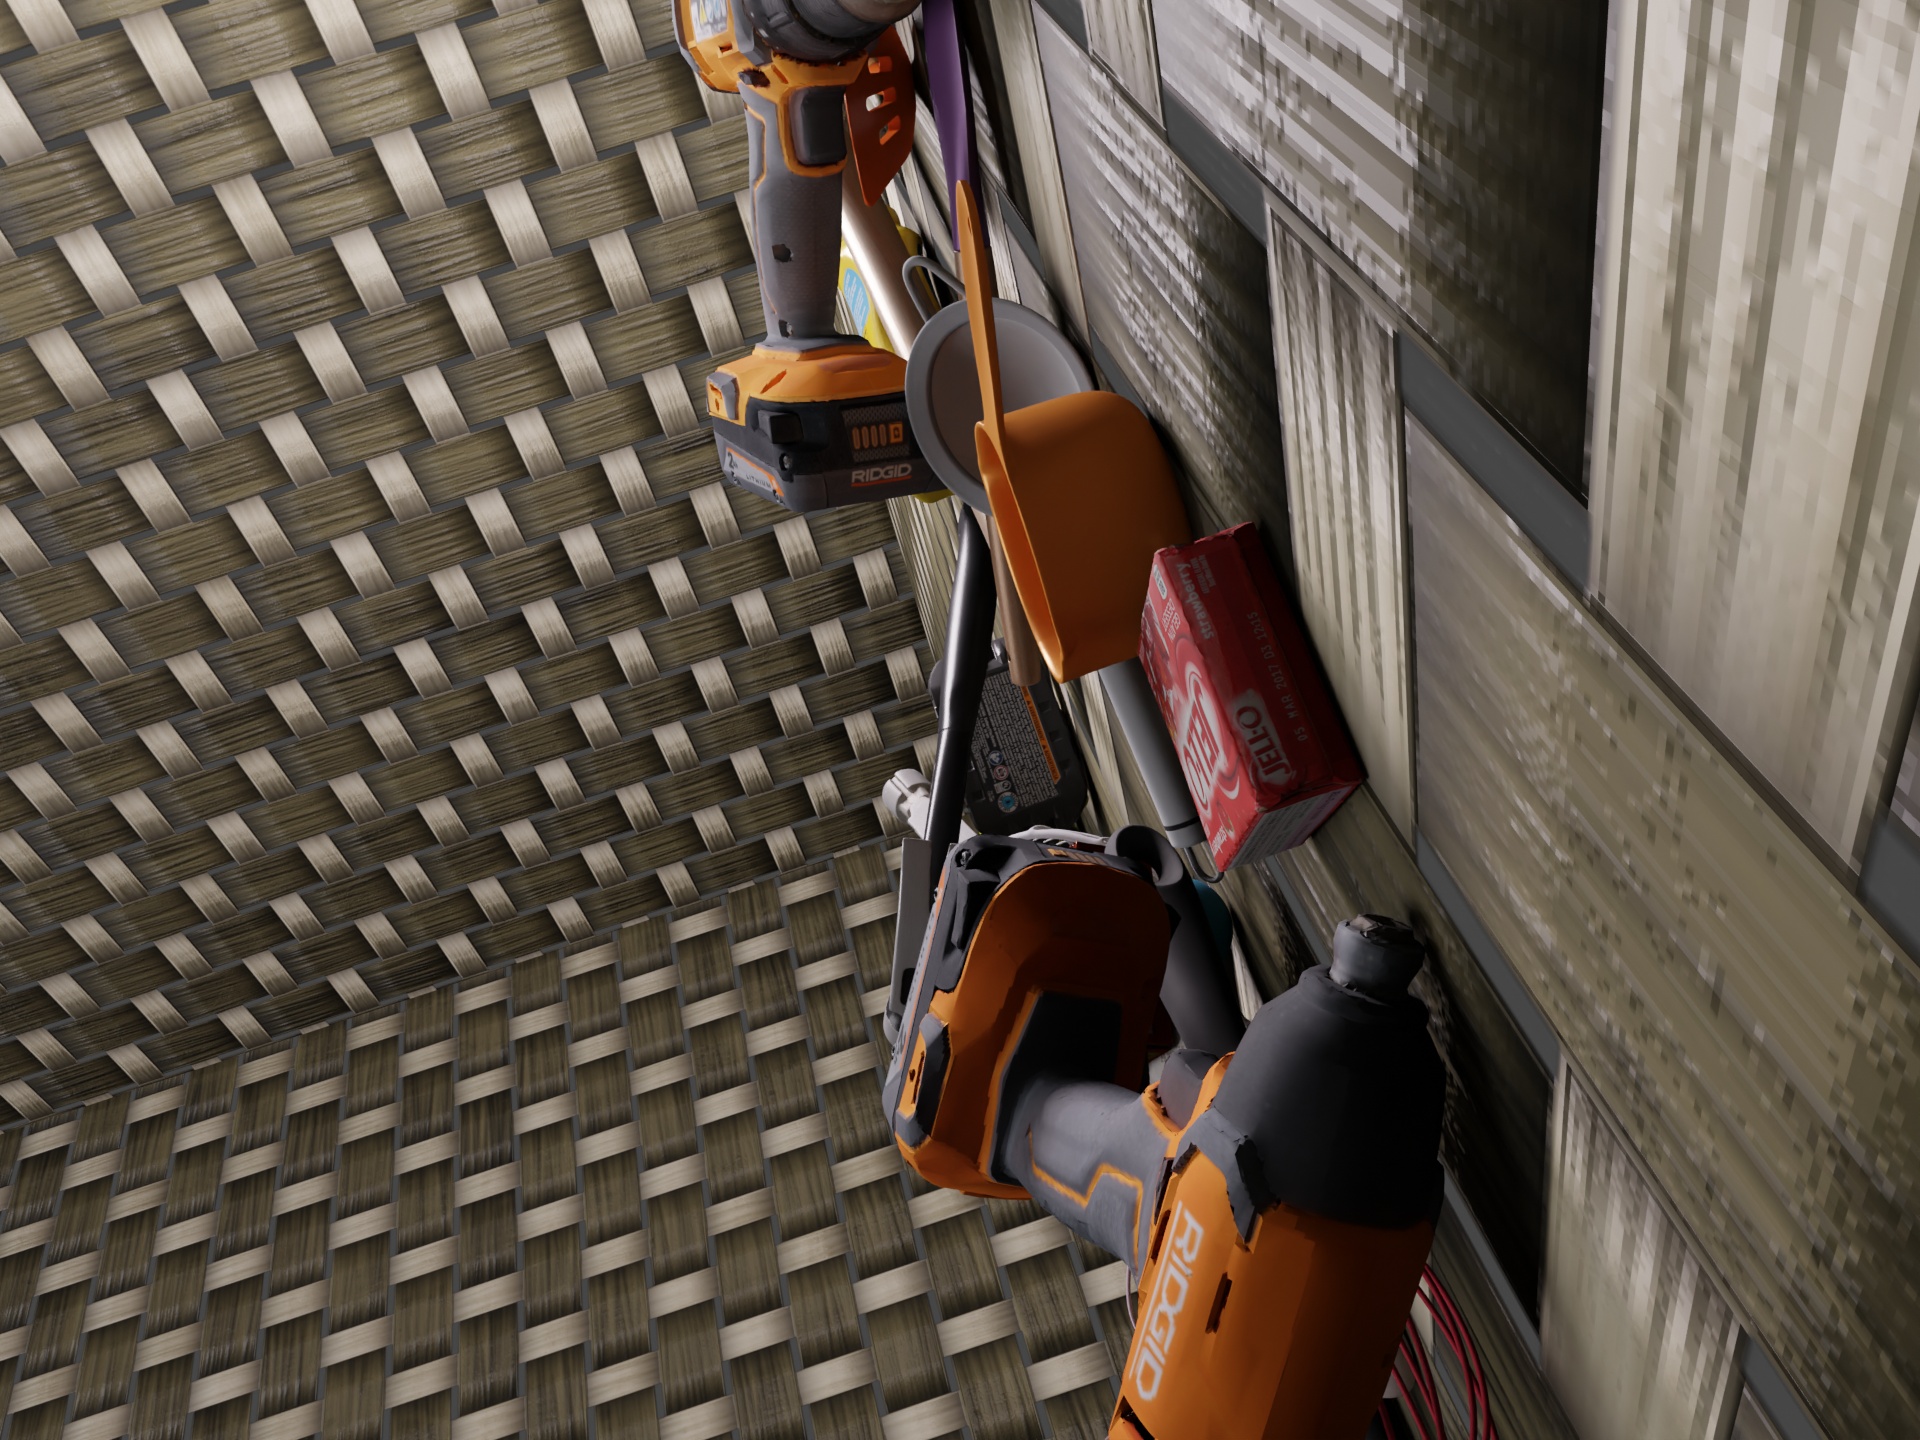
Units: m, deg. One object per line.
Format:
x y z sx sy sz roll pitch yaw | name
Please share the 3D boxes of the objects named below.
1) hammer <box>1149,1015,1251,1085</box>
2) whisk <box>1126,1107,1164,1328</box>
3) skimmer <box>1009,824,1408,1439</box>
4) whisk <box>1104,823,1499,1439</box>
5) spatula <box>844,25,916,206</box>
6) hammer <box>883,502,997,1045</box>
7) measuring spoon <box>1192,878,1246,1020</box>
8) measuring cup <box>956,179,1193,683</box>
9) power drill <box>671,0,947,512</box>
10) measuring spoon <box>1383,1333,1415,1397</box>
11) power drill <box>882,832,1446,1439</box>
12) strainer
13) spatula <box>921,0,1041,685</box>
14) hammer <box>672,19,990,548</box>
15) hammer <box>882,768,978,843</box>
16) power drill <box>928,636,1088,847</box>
0.119 0.273 0.587 0.130 0.031 0.331 132 130 -67 | hammer
0.105 0.208 0.805 0.047 0.051 0.245 29 -131 -45 | whisk
0.101 0.201 0.697 0.127 0.090 0.364 113 147 -40 | skimmer
0.098 0.136 0.531 0.296 0.073 0.073 -108 1 -49 | whisk
-0.054 -0.334 0.823 0.323 0.041 0.081 -109 9 -62 | spatula
-0.001 -0.003 0.857 0.146 0.035 0.335 99 179 -51 | hammer
0.118 0.118 0.636 0.129 0.021 0.042 62 161 14 | measuring spoon
0.035 -0.089 0.477 0.173 0.052 0.095 77 175 -47 | measuring cup
-0.053 -0.201 0.626 0.185 0.084 0.226 -148 50 -61 | power drill
0.131 0.249 0.611 0.034 0.018 0.124 68 151 19 | measuring spoon
0.055 0.108 0.466 0.227 0.084 0.164 -144 68 -67 | power drill
0.047 -0.056 0.600 0.087 0.050 0.258 -18 97 45 | strainer
0.007 -0.160 0.626 0.060 0.018 0.315 -115 15 -66 | spatula
-0.035 -0.212 0.792 0.146 0.038 0.411 25 -146 -51 | hammer
0.065 0.172 1.094 0.149 0.037 0.358 44 173 45 | hammer
0.035 0.022 1.120 0.223 0.080 0.171 65 -174 -80 | power drill
